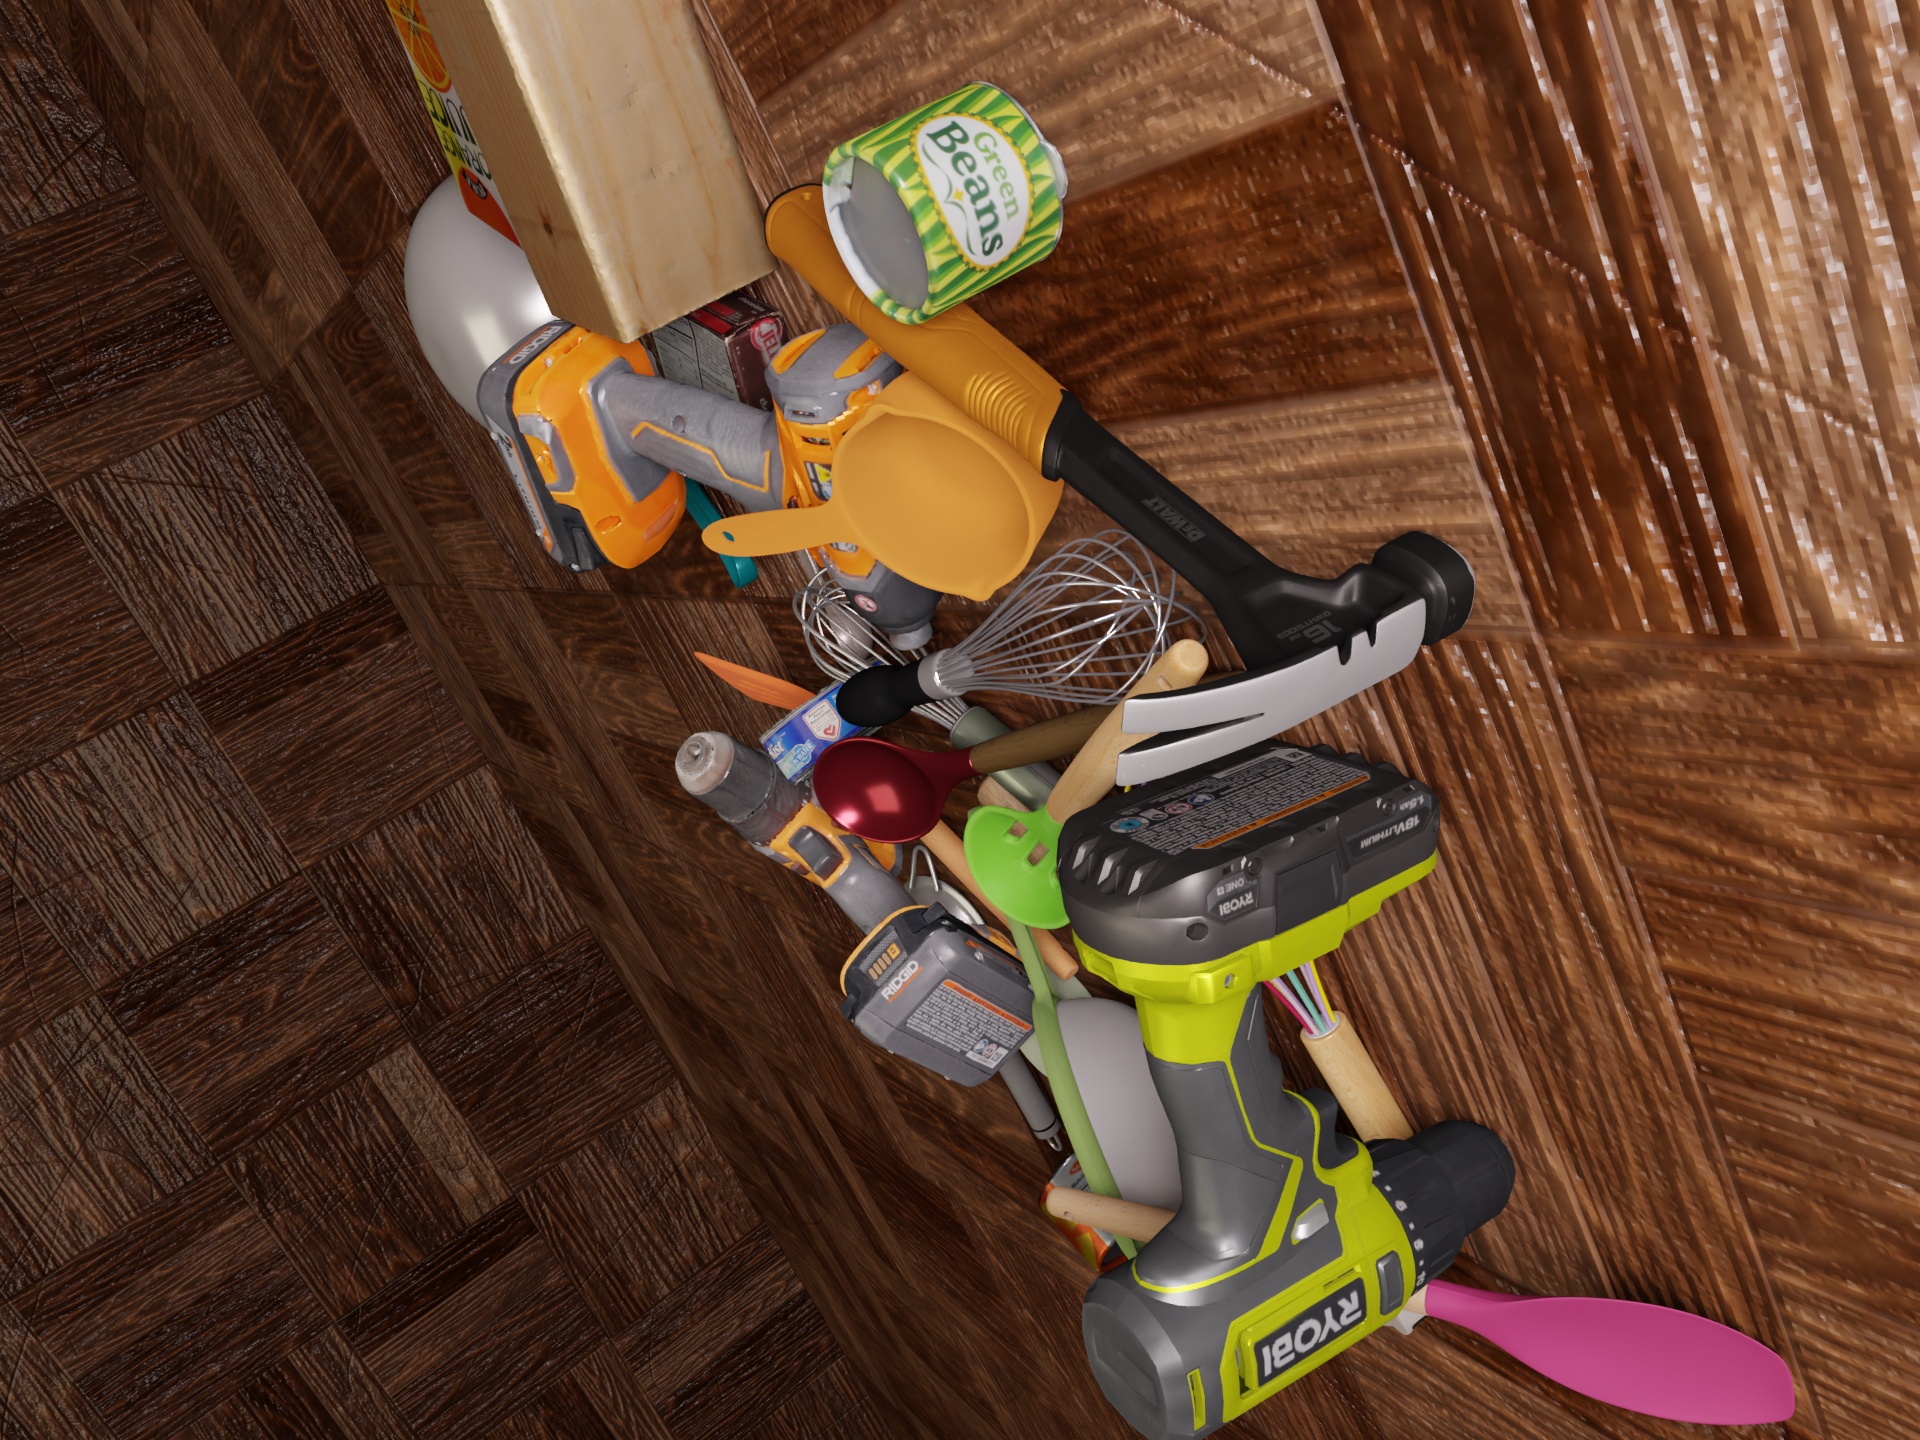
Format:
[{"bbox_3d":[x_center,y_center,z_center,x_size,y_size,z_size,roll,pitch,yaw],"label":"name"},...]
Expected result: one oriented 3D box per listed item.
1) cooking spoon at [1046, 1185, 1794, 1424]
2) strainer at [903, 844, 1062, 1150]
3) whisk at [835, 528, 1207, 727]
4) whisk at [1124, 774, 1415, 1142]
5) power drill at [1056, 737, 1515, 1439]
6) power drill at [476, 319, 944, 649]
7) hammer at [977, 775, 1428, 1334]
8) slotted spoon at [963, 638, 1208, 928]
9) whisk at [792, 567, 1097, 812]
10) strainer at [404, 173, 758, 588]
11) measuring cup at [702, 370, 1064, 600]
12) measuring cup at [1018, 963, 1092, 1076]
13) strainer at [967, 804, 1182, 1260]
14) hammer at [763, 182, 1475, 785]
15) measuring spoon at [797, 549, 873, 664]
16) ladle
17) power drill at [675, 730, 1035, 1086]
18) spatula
[{"bbox_3d":[0.172,0.235,0.667,0.319,0.017,0.068,2,126,36],"label":"cooking spoon"},{"bbox_3d":[0.015,0.200,1.077,0.087,0.050,0.258,0,125,48],"label":"strainer"},{"bbox_3d":[0.009,-0.024,0.700,0.070,0.070,0.284,60,151,-8],"label":"whisk"},{"bbox_3d":[0.141,0.114,0.681,0.245,0.047,0.051,58,176,-13],"label":"whisk"},{"bbox_3d":[0.125,0.129,0.583,0.080,0.190,0.228,20,124,57],"label":"power drill"},{"bbox_3d":[-0.110,-0.113,0.772,0.226,0.084,0.164,11,137,29],"label":"power drill"},{"bbox_3d":[0.114,0.151,0.778,0.331,0.031,0.130,51,173,21],"label":"hammer"},{"bbox_3d":[0.051,0.030,0.660,0.070,0.031,0.313,45,160,7],"label":"slotted spoon"},{"bbox_3d":[-0.001,-0.003,0.820,0.246,0.057,0.059,40,116,27],"label":"whisk"},{"bbox_3d":[-0.258,-0.203,1.012,0.340,0.095,0.211,54,158,11],"label":"strainer"},{"bbox_3d":[-0.035,-0.098,0.664,0.174,0.052,0.095,-4,130,37],"label":"measuring cup"},{"bbox_3d":[0.057,0.214,0.998,0.083,0.038,0.167,43,153,31],"label":"measuring cup"},{"bbox_3d":[0.078,0.157,0.852,0.151,0.069,0.256,5,-116,-83],"label":"strainer"},{"bbox_3d":[0.014,-0.108,0.560,0.337,0.127,0.034,47,152,37],"label":"hammer"},{"bbox_3d":[-0.079,-0.091,0.906,0.124,0.018,0.034,65,162,-2],"label":"measuring spoon"},{"bbox_3d":[0.023,0.013,0.738,0.069,0.031,0.315,49,148,-15],"label":"ladle"},{"bbox_3d":[-0.066,0.099,0.939,0.185,0.084,0.226,38,-175,-48],"label":"power drill"},{"bbox_3d":[-0.046,0.053,0.993,0.323,0.041,0.081,44,179,26],"label":"spatula"}]
